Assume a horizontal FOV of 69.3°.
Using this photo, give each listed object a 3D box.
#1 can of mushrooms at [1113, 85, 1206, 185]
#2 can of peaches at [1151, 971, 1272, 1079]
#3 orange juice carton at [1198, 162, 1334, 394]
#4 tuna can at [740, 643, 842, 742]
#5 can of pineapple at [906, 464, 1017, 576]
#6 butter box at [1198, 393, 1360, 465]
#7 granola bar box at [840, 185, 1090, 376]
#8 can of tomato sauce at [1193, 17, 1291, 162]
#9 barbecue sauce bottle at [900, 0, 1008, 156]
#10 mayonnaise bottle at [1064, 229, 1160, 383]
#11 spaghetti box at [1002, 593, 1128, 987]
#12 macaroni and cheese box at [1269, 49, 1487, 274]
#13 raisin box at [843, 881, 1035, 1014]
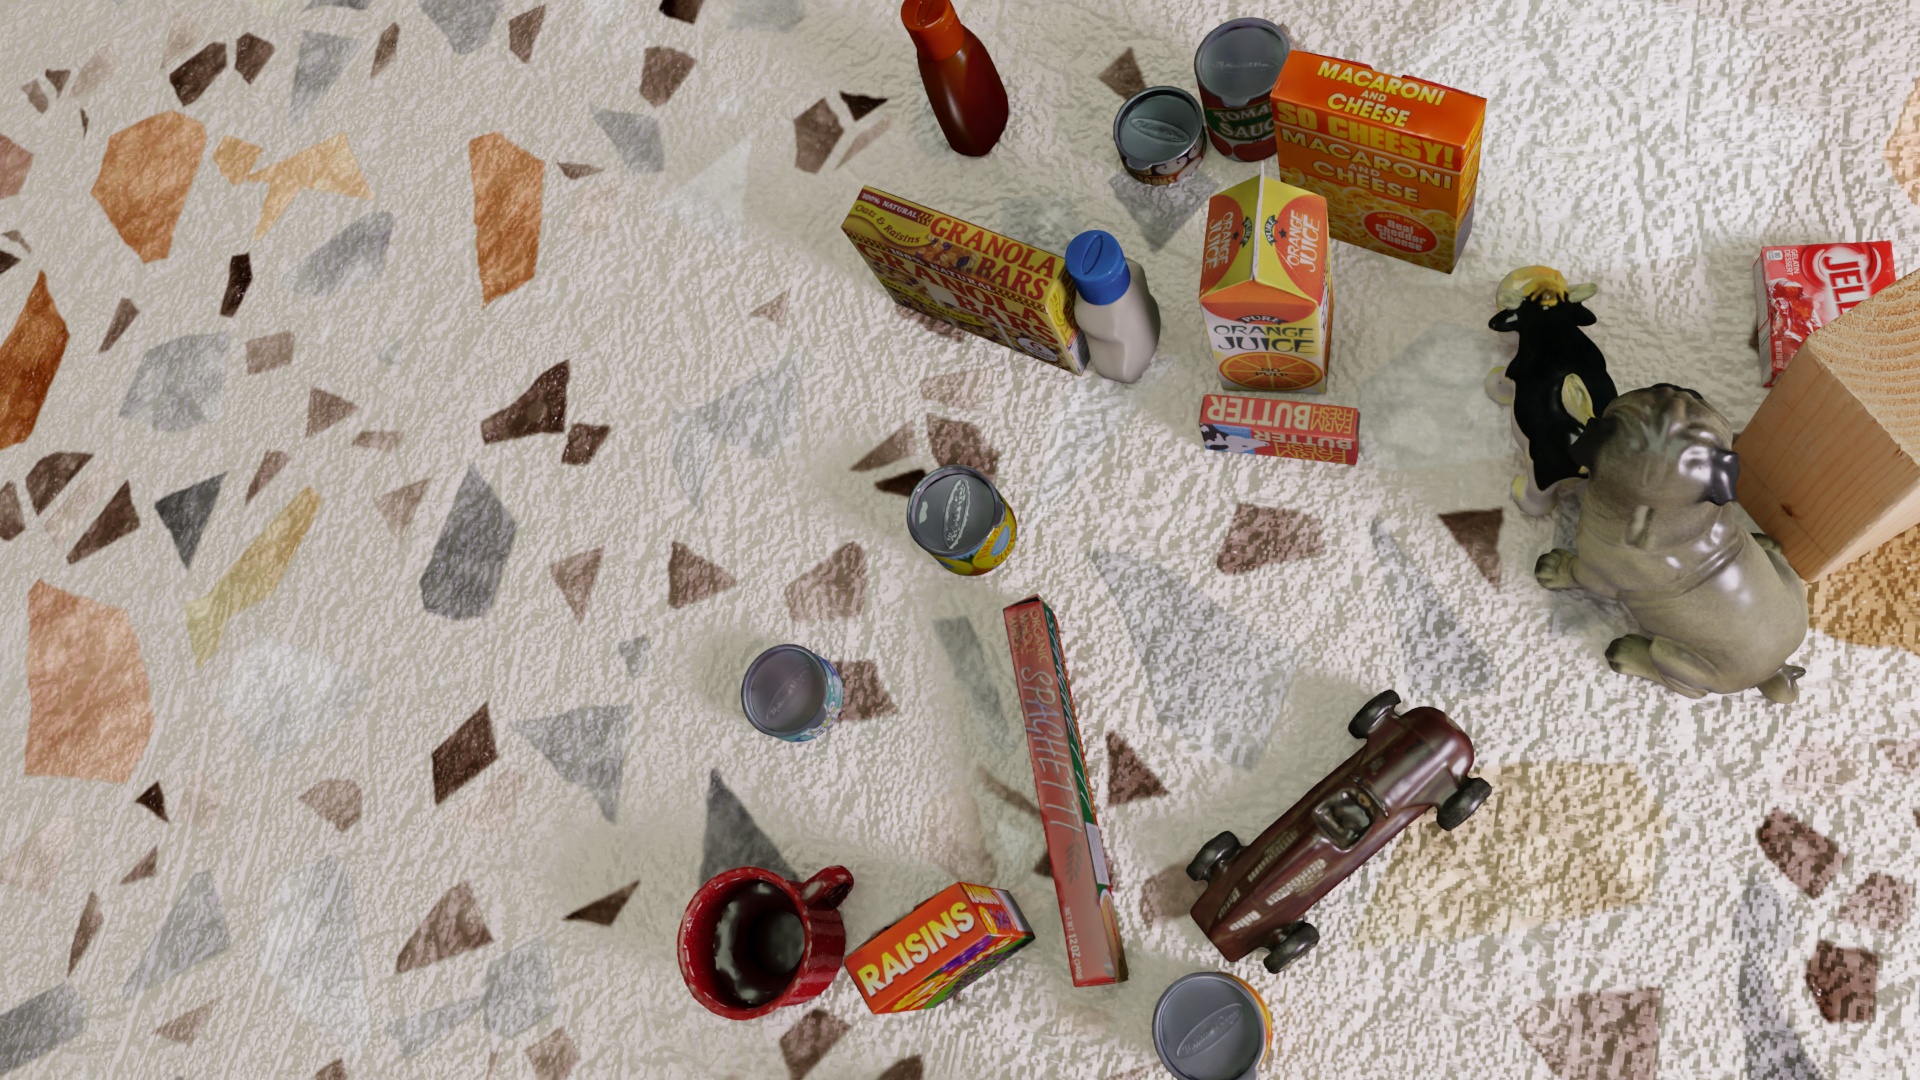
[{"bbox_3d":[0.147,-0.297,1.028,0.071,0.033,0.071,-5,72,15],"label":"can of mushrooms"},{"bbox_3d":[0.153,0.295,0.832,0.071,0.058,0.071,-5,73,15],"label":"can of peaches"},{"bbox_3d":[0.197,-0.161,0.886,0.073,0.192,0.072,4,75,18],"label":"orange juice carton"},{"bbox_3d":[-0.117,0.110,0.981,0.071,0.032,0.071,-5,72,15],"label":"tuna can"},{"bbox_3d":[0.003,-0.012,0.970,0.071,0.057,0.071,-5,73,15],"label":"can of pineapple"},{"bbox_3d":[0.214,-0.074,0.929,0.103,0.053,0.024,8,76,18],"label":"butter box"},{"bbox_3d":[0.011,-0.183,0.984,0.166,0.124,0.039,25,83,22],"label":"granola bar box"},{"bbox_3d":[0.205,-0.318,0.991,0.071,0.083,0.071,-5,73,15],"label":"can of tomato sauce"},{"bbox_3d":[-0.004,-0.348,1.026,0.044,0.148,0.065,15,79,20],"label":"barbecue sauce bottle"},{"bbox_3d":[0.103,-0.160,0.937,0.041,0.148,0.065,18,80,21],"label":"mayonnaise bottle"},{"bbox_3d":[0.068,0.160,0.902,0.028,0.050,0.251,-15,70,12],"label":"spaghetti box"},{"bbox_3d":[0.270,-0.244,0.904,0.124,0.166,0.040,23,82,21],"label":"macaroni and cheese box"},{"bbox_3d":[-0.010,0.251,0.858,0.086,0.123,0.040,-35,68,4],"label":"raisin box"}]
